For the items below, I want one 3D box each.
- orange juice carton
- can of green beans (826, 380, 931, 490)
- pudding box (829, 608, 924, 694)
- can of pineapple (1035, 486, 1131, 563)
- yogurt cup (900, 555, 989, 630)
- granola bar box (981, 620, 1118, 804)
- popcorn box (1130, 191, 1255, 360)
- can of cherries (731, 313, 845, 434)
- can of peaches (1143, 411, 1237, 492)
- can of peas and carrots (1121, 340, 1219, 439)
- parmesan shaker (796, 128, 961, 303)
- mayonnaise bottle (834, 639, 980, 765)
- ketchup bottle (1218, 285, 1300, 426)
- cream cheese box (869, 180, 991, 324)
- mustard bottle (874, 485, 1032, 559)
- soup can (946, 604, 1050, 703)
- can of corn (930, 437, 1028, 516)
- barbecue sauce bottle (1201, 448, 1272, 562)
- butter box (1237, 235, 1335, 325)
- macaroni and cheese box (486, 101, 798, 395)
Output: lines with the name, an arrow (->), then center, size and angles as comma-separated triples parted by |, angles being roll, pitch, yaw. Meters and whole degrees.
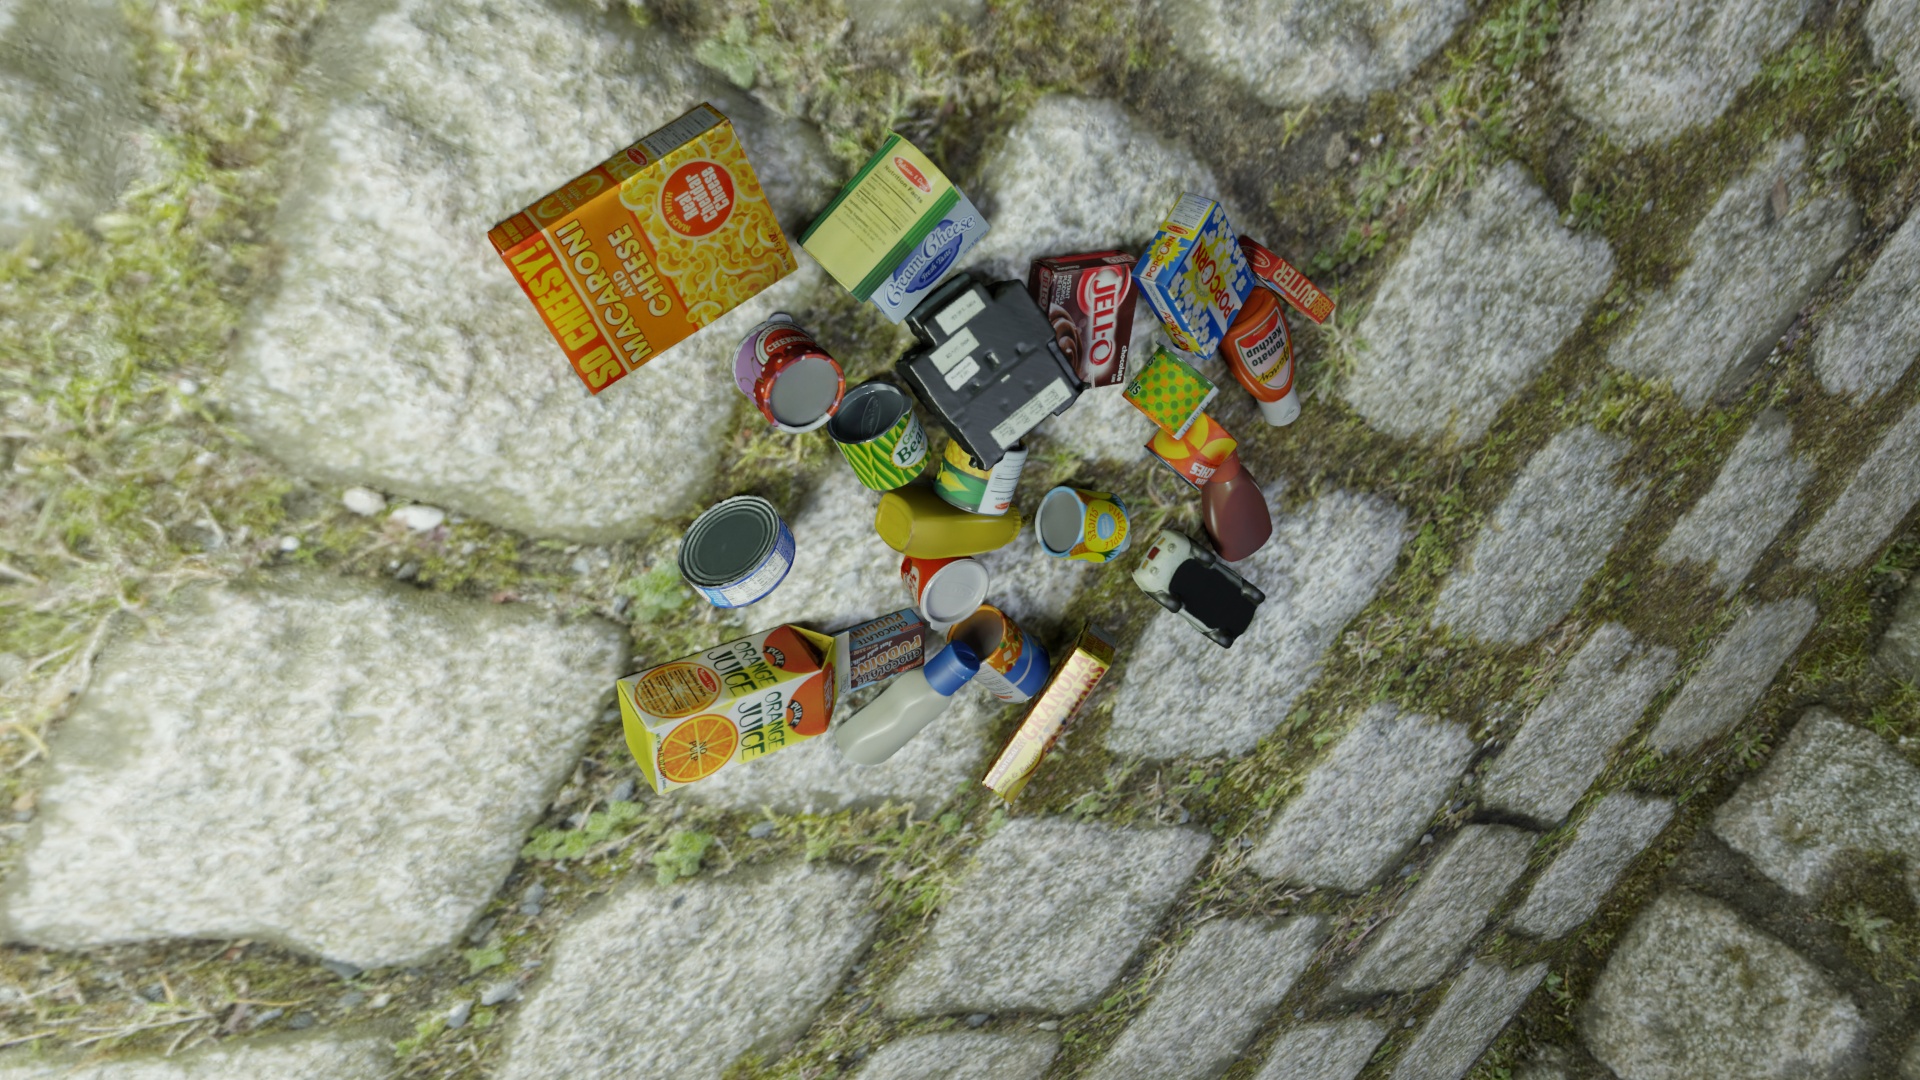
orange juice carton -> -0.177, 0.131, 1.151 | 0.193, 0.073, 0.071 | -18, 129, -26
can of green beans -> -0.062, -0.081, 1.082 | 0.071, 0.071, 0.057 | -37, 136, -8
pudding box -> -0.074, 0.098, 1.233 | 0.084, 0.030, 0.049 | -17, 131, -25
can of pineapple -> 0.111, -0.014, 1.257 | 0.058, 0.071, 0.070 | 6, 117, -39
yogurt cup -> -0.016, 0.033, 1.209 | 0.072, 0.054, 0.072 | -19, 131, -24
granola bar box -> 0.088, 0.163, 1.344 | 0.165, 0.039, 0.124 | -56, 176, 12
popcorn box -> 0.197, -0.220, 1.162 | 0.085, 0.038, 0.126 | -59, 147, -7
can of cherries -> -0.125, -0.121, 1.012 | 0.072, 0.058, 0.071 | -19, 131, -24
can of peaches -> 0.214, -0.086, 1.278 | 0.058, 0.071, 0.071 | -50, 136, 5
can of peas and carrots -> 0.183, -0.132, 1.227 | 0.071, 0.071, 0.058 | 29, 103, -45
parmesan shaker -> -0.060, -0.228, 0.979 | 0.103, 0.071, 0.071 | -46, 136, 3
mayonnaise bottle -> -0.045, 0.147, 1.254 | 0.147, 0.041, 0.065 | -42, 147, 22
ketchup bottle -> 0.280, -0.166, 1.288 | 0.065, 0.044, 0.148 | -39, 136, -3
cream cheese box -> -0.031, -0.216, 1.036 | 0.104, 0.024, 0.053 | -46, 135, 1
mustard bottle -> 0.004, -0.015, 1.184 | 0.160, 0.065, 0.048 | 0, 121, -41
soup can -> 0.036, 0.103, 1.293 | 0.071, 0.071, 0.083 | -46, 136, 2
can of corn -> 0.015, -0.062, 1.155 | 0.071, 0.071, 0.058 | 3, 116, -37
barbecue sauce bottle -> 0.265, -0.045, 1.365 | 0.065, 0.044, 0.148 | -36, 135, -9
butter box -> 0.287, -0.232, 1.237 | 0.103, 0.053, 0.024 | 24, 107, -44
macaroni and cheese box -> -0.205, -0.191, 0.916 | 0.167, 0.040, 0.123 | -34, 135, -11
